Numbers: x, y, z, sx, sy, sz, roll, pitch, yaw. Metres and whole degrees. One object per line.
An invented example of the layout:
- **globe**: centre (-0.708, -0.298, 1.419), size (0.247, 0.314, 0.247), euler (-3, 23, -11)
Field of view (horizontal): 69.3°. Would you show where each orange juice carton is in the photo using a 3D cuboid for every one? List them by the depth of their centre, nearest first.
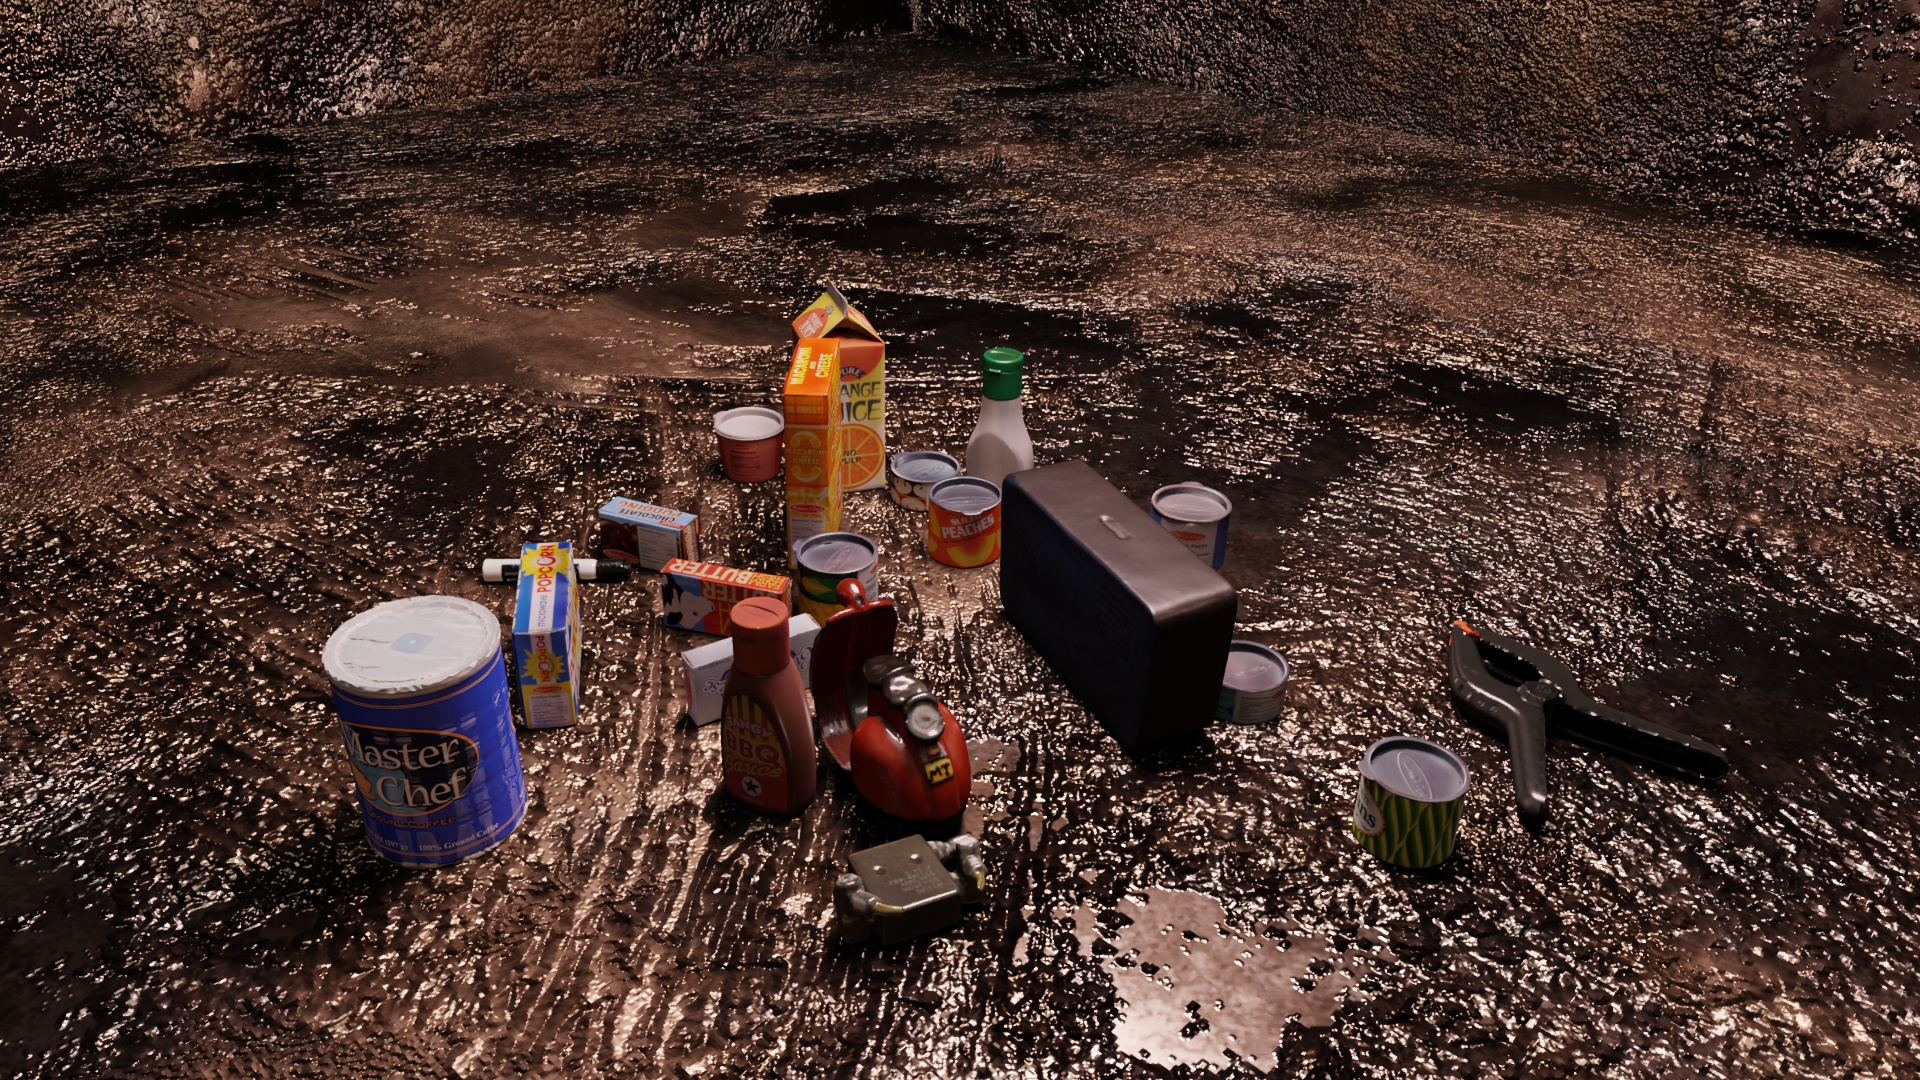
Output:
- **orange juice carton**: centre (-0.114, -0.144, 1.299), size (0.073, 0.191, 0.072), euler (-8, 31, -16)

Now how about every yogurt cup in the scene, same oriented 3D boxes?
- **yogurt cup**: centre (-0.202, -0.091, 1.341), size (0.072, 0.053, 0.073), euler (1, 30, -1)

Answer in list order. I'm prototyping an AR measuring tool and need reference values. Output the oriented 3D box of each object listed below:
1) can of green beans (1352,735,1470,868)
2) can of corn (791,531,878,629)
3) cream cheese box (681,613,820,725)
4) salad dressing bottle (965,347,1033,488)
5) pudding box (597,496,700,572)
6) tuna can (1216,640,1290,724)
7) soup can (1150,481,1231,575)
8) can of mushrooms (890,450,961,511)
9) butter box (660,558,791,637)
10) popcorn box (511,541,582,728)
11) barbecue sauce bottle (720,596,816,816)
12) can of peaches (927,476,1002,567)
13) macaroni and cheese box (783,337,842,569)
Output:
- **can of green beans**: centre (0.293, 0.171, 0.907), size (0.071, 0.057, 0.071), euler (1, 30, -1)
- **can of corn**: centre (-0.102, 0.033, 1.126), size (0.071, 0.058, 0.071), euler (1, 30, -1)
- **cream cheese box**: centre (-0.152, 0.094, 1.022), size (0.104, 0.053, 0.024), euler (-17, 35, -30)
- **salad dressing bottle**: centre (0.037, -0.103, 1.280), size (0.064, 0.147, 0.044), euler (15, 32, 22)
- **pudding box**: centre (-0.266, -0.003, 1.190), size (0.084, 0.049, 0.030), euler (12, 31, 18)
- **tuna can**: centre (0.210, 0.105, 1.042), size (0.071, 0.032, 0.071), euler (1, 30, -1)
- **soup can**: centre (0.190, 0.003, 1.168), size (0.071, 0.083, 0.072), euler (1, 30, -1)
- **can of mushrooms**: centre (-0.034, -0.057, 1.311), size (0.071, 0.033, 0.071), euler (1, 30, -1)
- **butter box**: centre (-0.185, 0.049, 1.100), size (0.103, 0.052, 0.024), euler (9, 30, 12)
- **popcorn box**: centre (-0.305, 0.068, 1.029), size (0.038, 0.084, 0.127), euler (-5, 30, -11)
- **barbecue sauce bottle**: centre (-0.127, 0.108, 0.906), size (0.065, 0.147, 0.044), euler (15, 32, 23)
- **can of peaches**: centre (0.004, -0.015, 1.216), size (0.071, 0.057, 0.071), euler (1, 30, -1)
- **macaroni and cheese box**: centre (-0.128, -0.076, 1.207), size (0.040, 0.165, 0.124), euler (1, 30, 0)
